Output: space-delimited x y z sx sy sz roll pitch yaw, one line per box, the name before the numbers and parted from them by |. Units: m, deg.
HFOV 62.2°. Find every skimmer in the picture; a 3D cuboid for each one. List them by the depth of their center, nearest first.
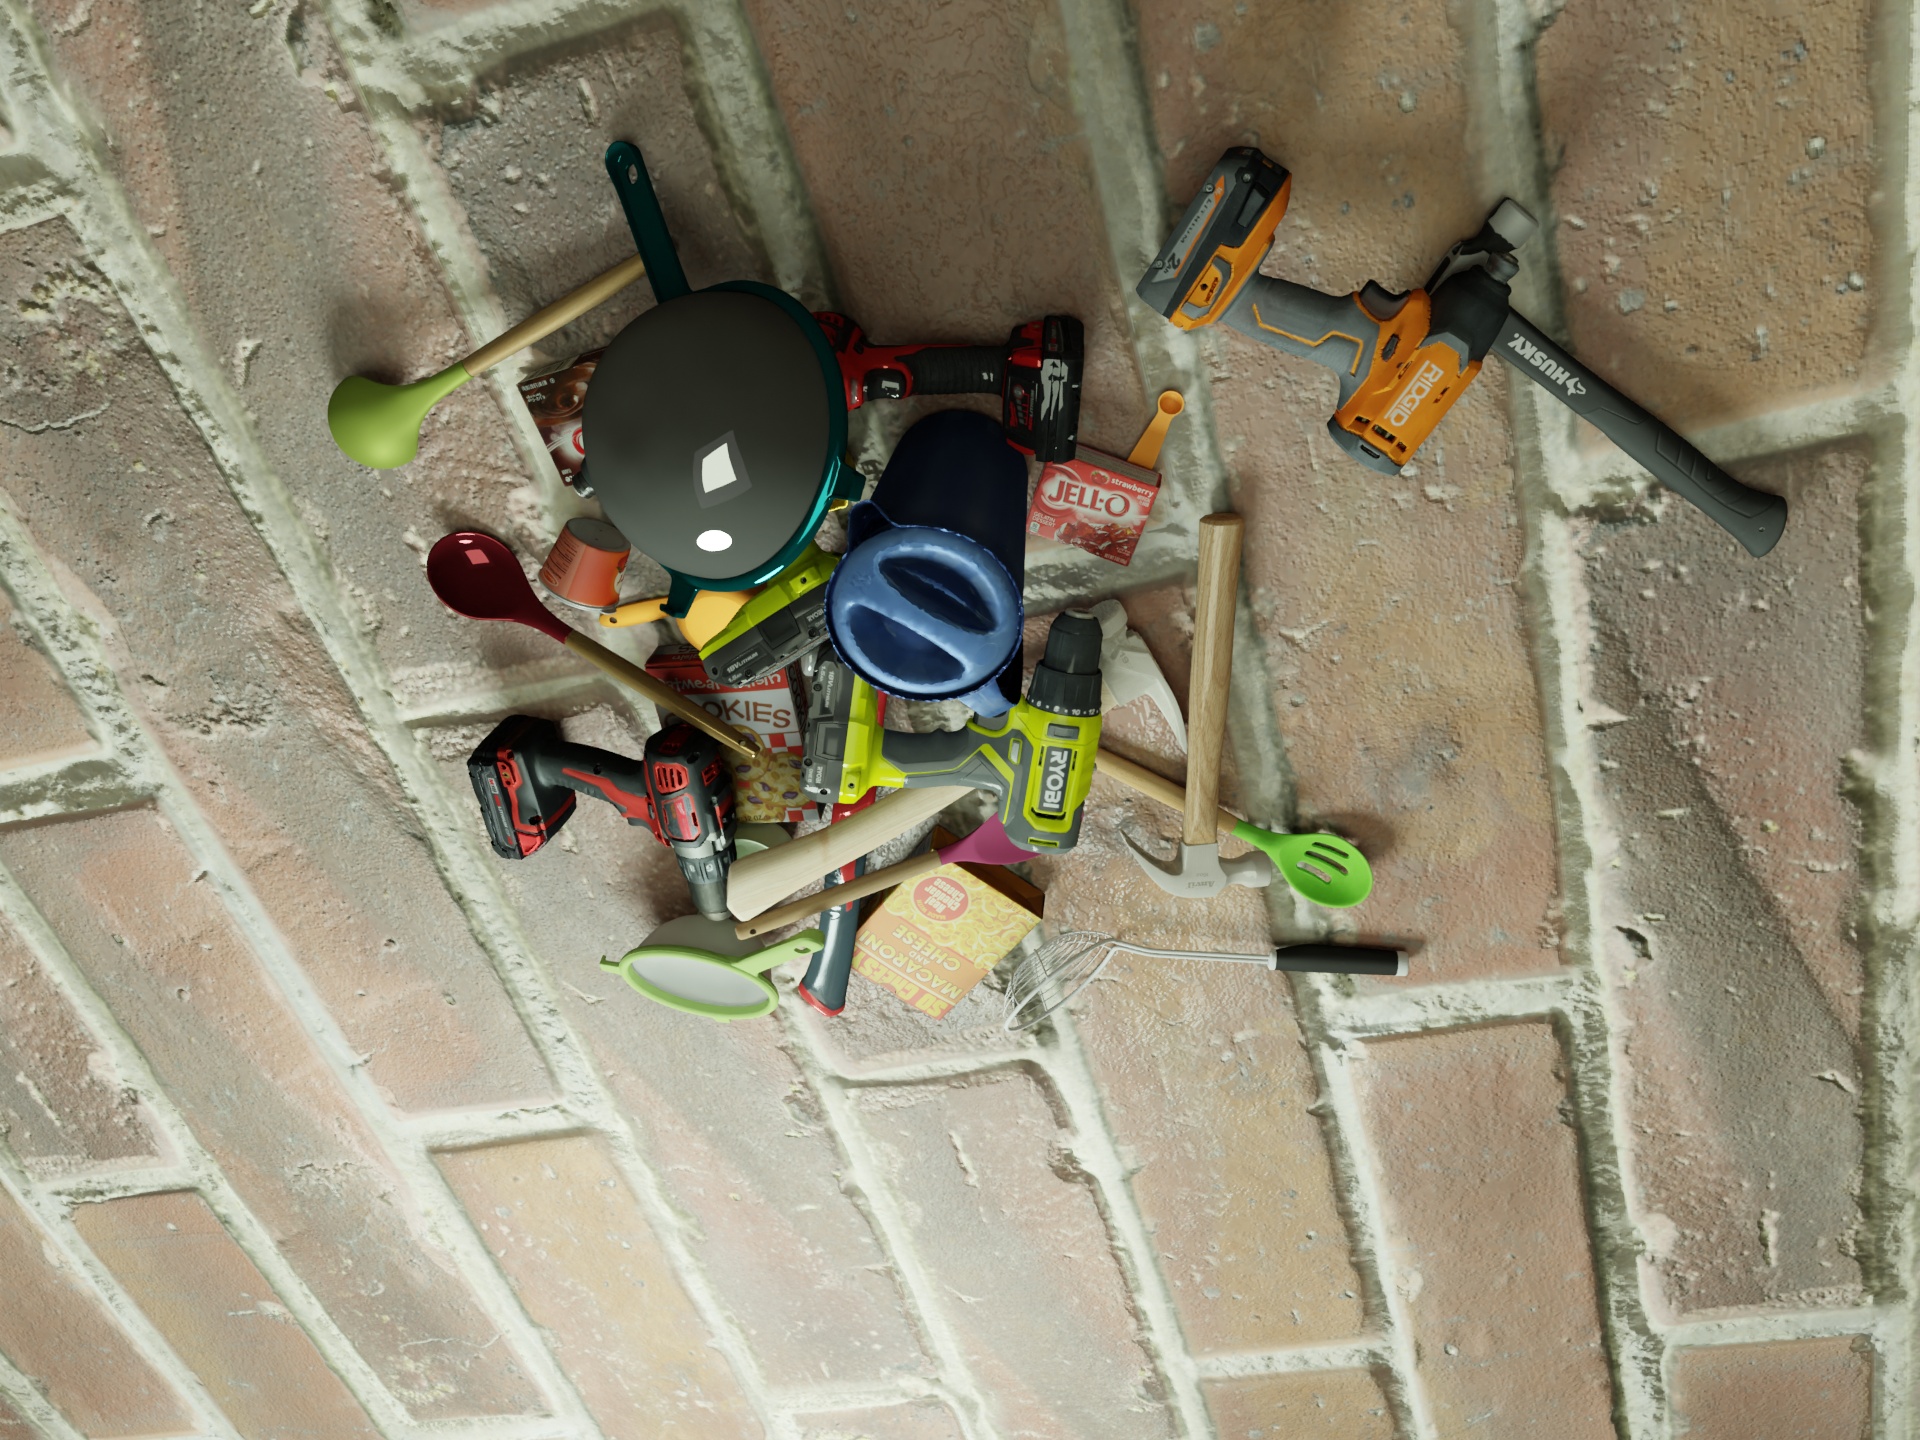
skimmer | 0.221 0.242 1.437 0.363 0.090 0.127 2 155 3

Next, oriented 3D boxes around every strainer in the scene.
strainer | -0.204 -0.251 1.066 0.211 0.095 0.340 -28 76 33
strainer | -0.202 0.204 1.450 0.151 0.069 0.256 32 142 -31

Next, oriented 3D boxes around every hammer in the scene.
hammer | 0.463 -0.218 1.144 0.334 0.035 0.146 32 120 -13
hammer | 0.198 -0.005 1.286 0.130 0.031 0.331 -5 114 -11
hammer | -0.012 0.061 1.325 0.410 0.038 0.146 -31 115 8
hammer | -0.081 0.098 1.382 0.143 0.038 0.386 2 120 -12

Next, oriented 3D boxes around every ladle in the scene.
ladle | -0.351 -0.285 1.213 0.320 0.062 0.078 -26 114 14
ladle | -0.299 -0.057 1.309 0.315 0.031 0.069 32 83 3

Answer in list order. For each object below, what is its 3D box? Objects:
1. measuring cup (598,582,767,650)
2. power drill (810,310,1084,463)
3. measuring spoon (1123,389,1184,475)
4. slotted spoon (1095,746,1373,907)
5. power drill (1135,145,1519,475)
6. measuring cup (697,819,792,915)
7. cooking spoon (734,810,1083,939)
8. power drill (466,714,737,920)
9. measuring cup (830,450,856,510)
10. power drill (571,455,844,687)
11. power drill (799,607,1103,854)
measuring cup | -0.227 -0.084 1.306 0.173 0.052 0.095 -10 127 17
power drill | -0.024 -0.241 1.131 0.219 0.143 0.078 4 120 2
measuring spoon | 0.140 -0.202 1.213 0.021 0.011 0.116 25 126 -1
slotted spoon | 0.214 0.078 1.371 0.313 0.031 0.070 26 122 -7
power drill | 0.253 -0.292 1.079 0.226 0.084 0.164 34 121 -2
measuring cup | -0.206 0.141 1.468 0.083 0.038 0.167 28 138 -12
cooking spoon | -0.043 0.127 1.376 0.319 0.017 0.068 -20 125 -8
power drill | -0.297 0.085 1.383 0.227 0.080 0.187 5 124 19
measuring cup | -0.140 -0.171 1.266 0.062 0.029 0.156 39 131 -19
power drill | -0.177 -0.144 1.176 0.171 0.080 0.223 -30 90 19
power drill | -0.002 -0.004 1.239 0.228 0.080 0.190 8 105 -3
